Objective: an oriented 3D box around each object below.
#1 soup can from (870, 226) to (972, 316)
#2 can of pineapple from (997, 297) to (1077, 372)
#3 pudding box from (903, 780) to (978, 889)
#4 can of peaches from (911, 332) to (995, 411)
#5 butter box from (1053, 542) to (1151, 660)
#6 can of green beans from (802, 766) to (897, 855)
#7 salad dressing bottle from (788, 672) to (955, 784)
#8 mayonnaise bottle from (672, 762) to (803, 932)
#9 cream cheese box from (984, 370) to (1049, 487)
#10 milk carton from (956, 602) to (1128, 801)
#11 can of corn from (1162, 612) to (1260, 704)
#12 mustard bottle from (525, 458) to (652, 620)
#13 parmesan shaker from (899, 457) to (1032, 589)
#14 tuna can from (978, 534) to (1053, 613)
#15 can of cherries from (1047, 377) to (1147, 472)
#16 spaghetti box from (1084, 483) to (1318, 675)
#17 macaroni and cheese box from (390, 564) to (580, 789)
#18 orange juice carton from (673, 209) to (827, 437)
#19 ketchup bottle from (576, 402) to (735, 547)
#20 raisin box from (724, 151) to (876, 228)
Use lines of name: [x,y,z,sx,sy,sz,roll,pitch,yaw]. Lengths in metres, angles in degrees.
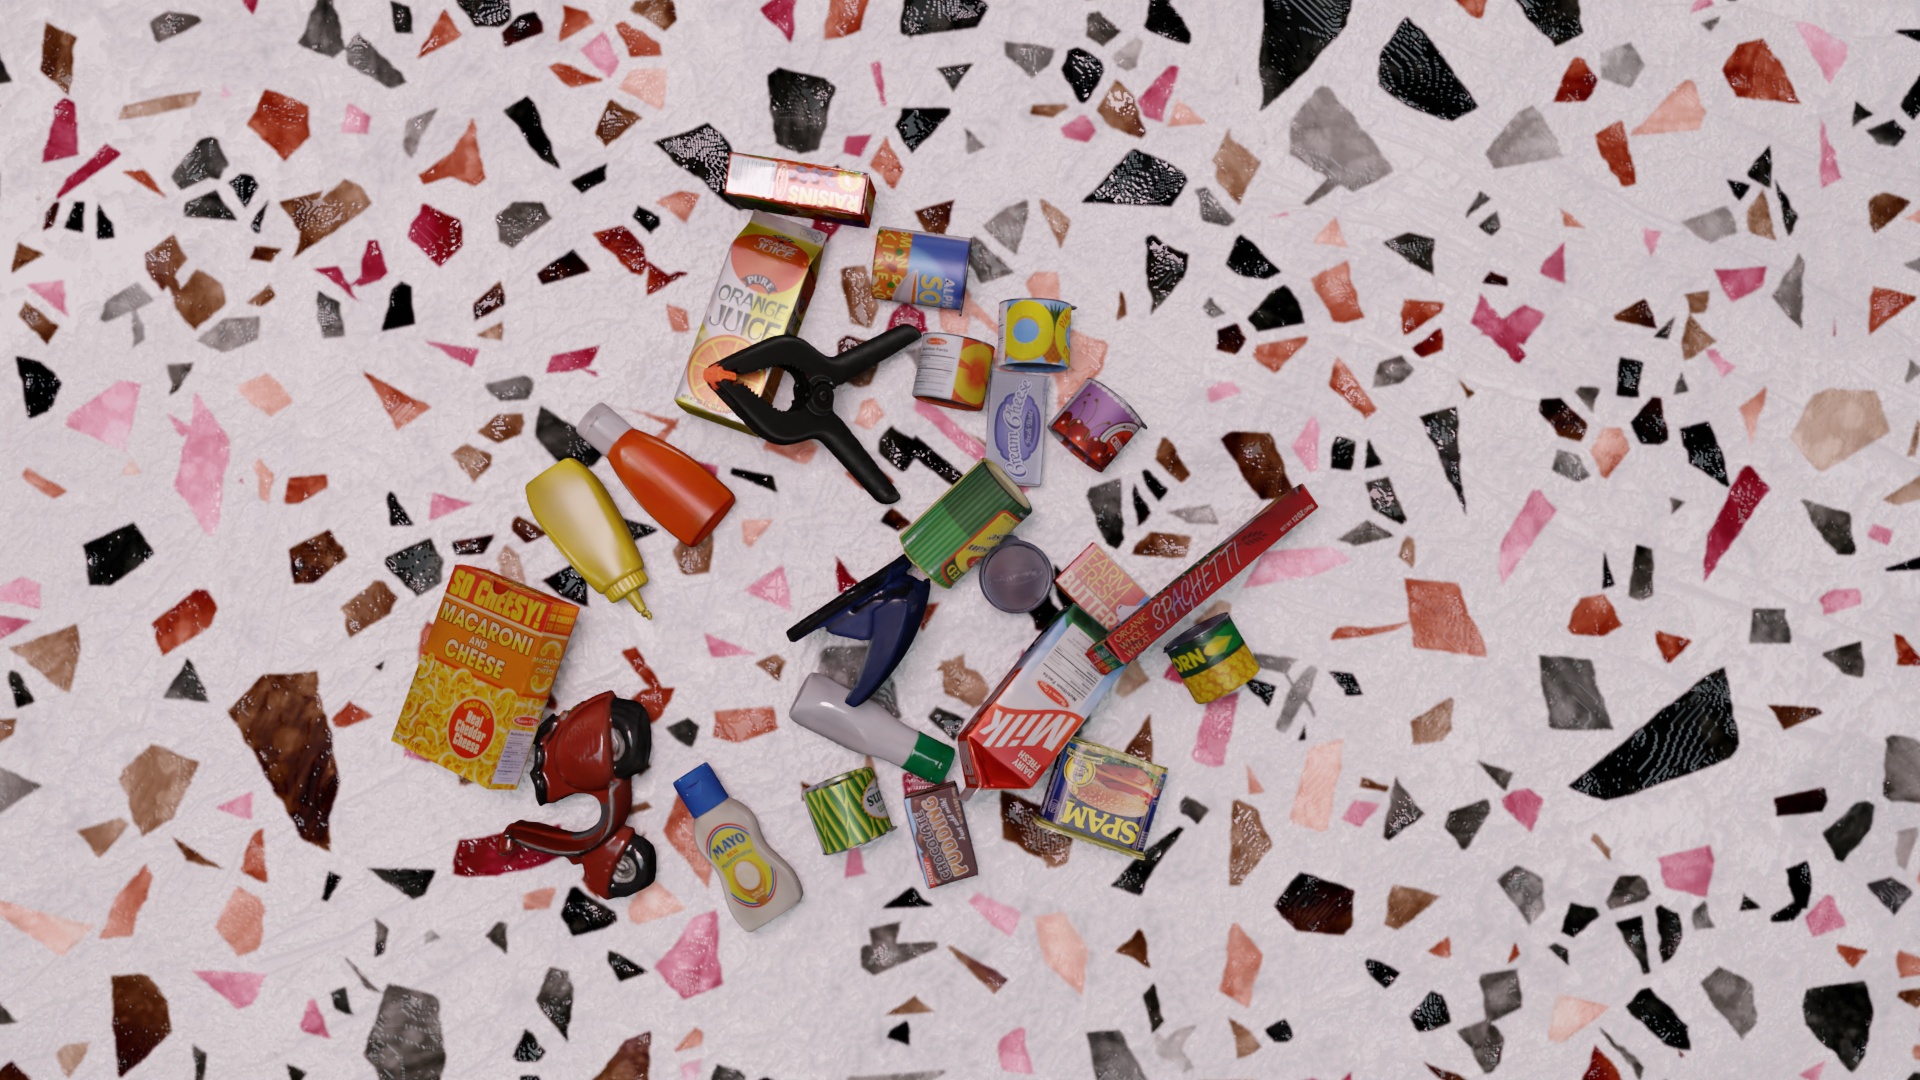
soup can: [-0.035,-0.241,1.245,0.084,0.071,0.071,7,87,-1]
can of pineapple: [0.068,-0.183,1.245,0.071,0.071,0.058,2,89,-1]
pudding box: [-0.017,0.262,1.240,0.050,0.030,0.083,-14,88,-2]
can of peaches: [-0.005,-0.150,1.244,0.071,0.071,0.058,11,87,-1]
butter box: [0.138,0.055,1.258,0.103,0.024,0.053,45,86,0]
can of green beans: [-0.099,0.237,1.222,0.071,0.071,0.058,-19,88,-2]
salad dressing bottle: [-0.077,0.169,1.231,0.147,0.064,0.044,28,57,-8]
mayonnaise bottle: [-0.201,0.268,1.229,0.065,0.041,0.148,-32,89,-1]
cream cheese box: [0.050,-0.101,1.262,0.053,0.024,0.104,4,87,-1]
milk carton: [0.061,0.152,1.213,0.073,0.072,0.191,40,77,0]
can of corn: [0.222,0.106,1.236,0.071,0.071,0.058,-30,89,-2]
mustard bottle: [-0.321,0.006,1.235,0.065,0.049,0.160,-33,89,-2]
parmesan shaker: [0.004,-0.015,1.221,0.103,0.071,0.071,-43,89,13]
tuna can: [0.049,0.031,1.252,0.071,0.033,0.071,0,87,-2]
can of cherries: [0.122,-0.101,1.242,0.071,0.071,0.058,41,87,0]
spaghetti box: [0.212,0.033,1.209,0.251,0.050,0.028,-36,86,-22]
macaroni and cheese box: [-0.413,0.117,1.206,0.124,0.040,0.166,17,87,27]
orange juice carton: [-0.183,-0.196,1.236,0.072,0.073,0.192,20,87,0]
ketchup bottle: [-0.276,-0.063,1.242,0.149,0.043,0.065,40,86,1]
raisin box: [-0.141,-0.311,1.236,0.123,0.086,0.040,9,94,-1]
